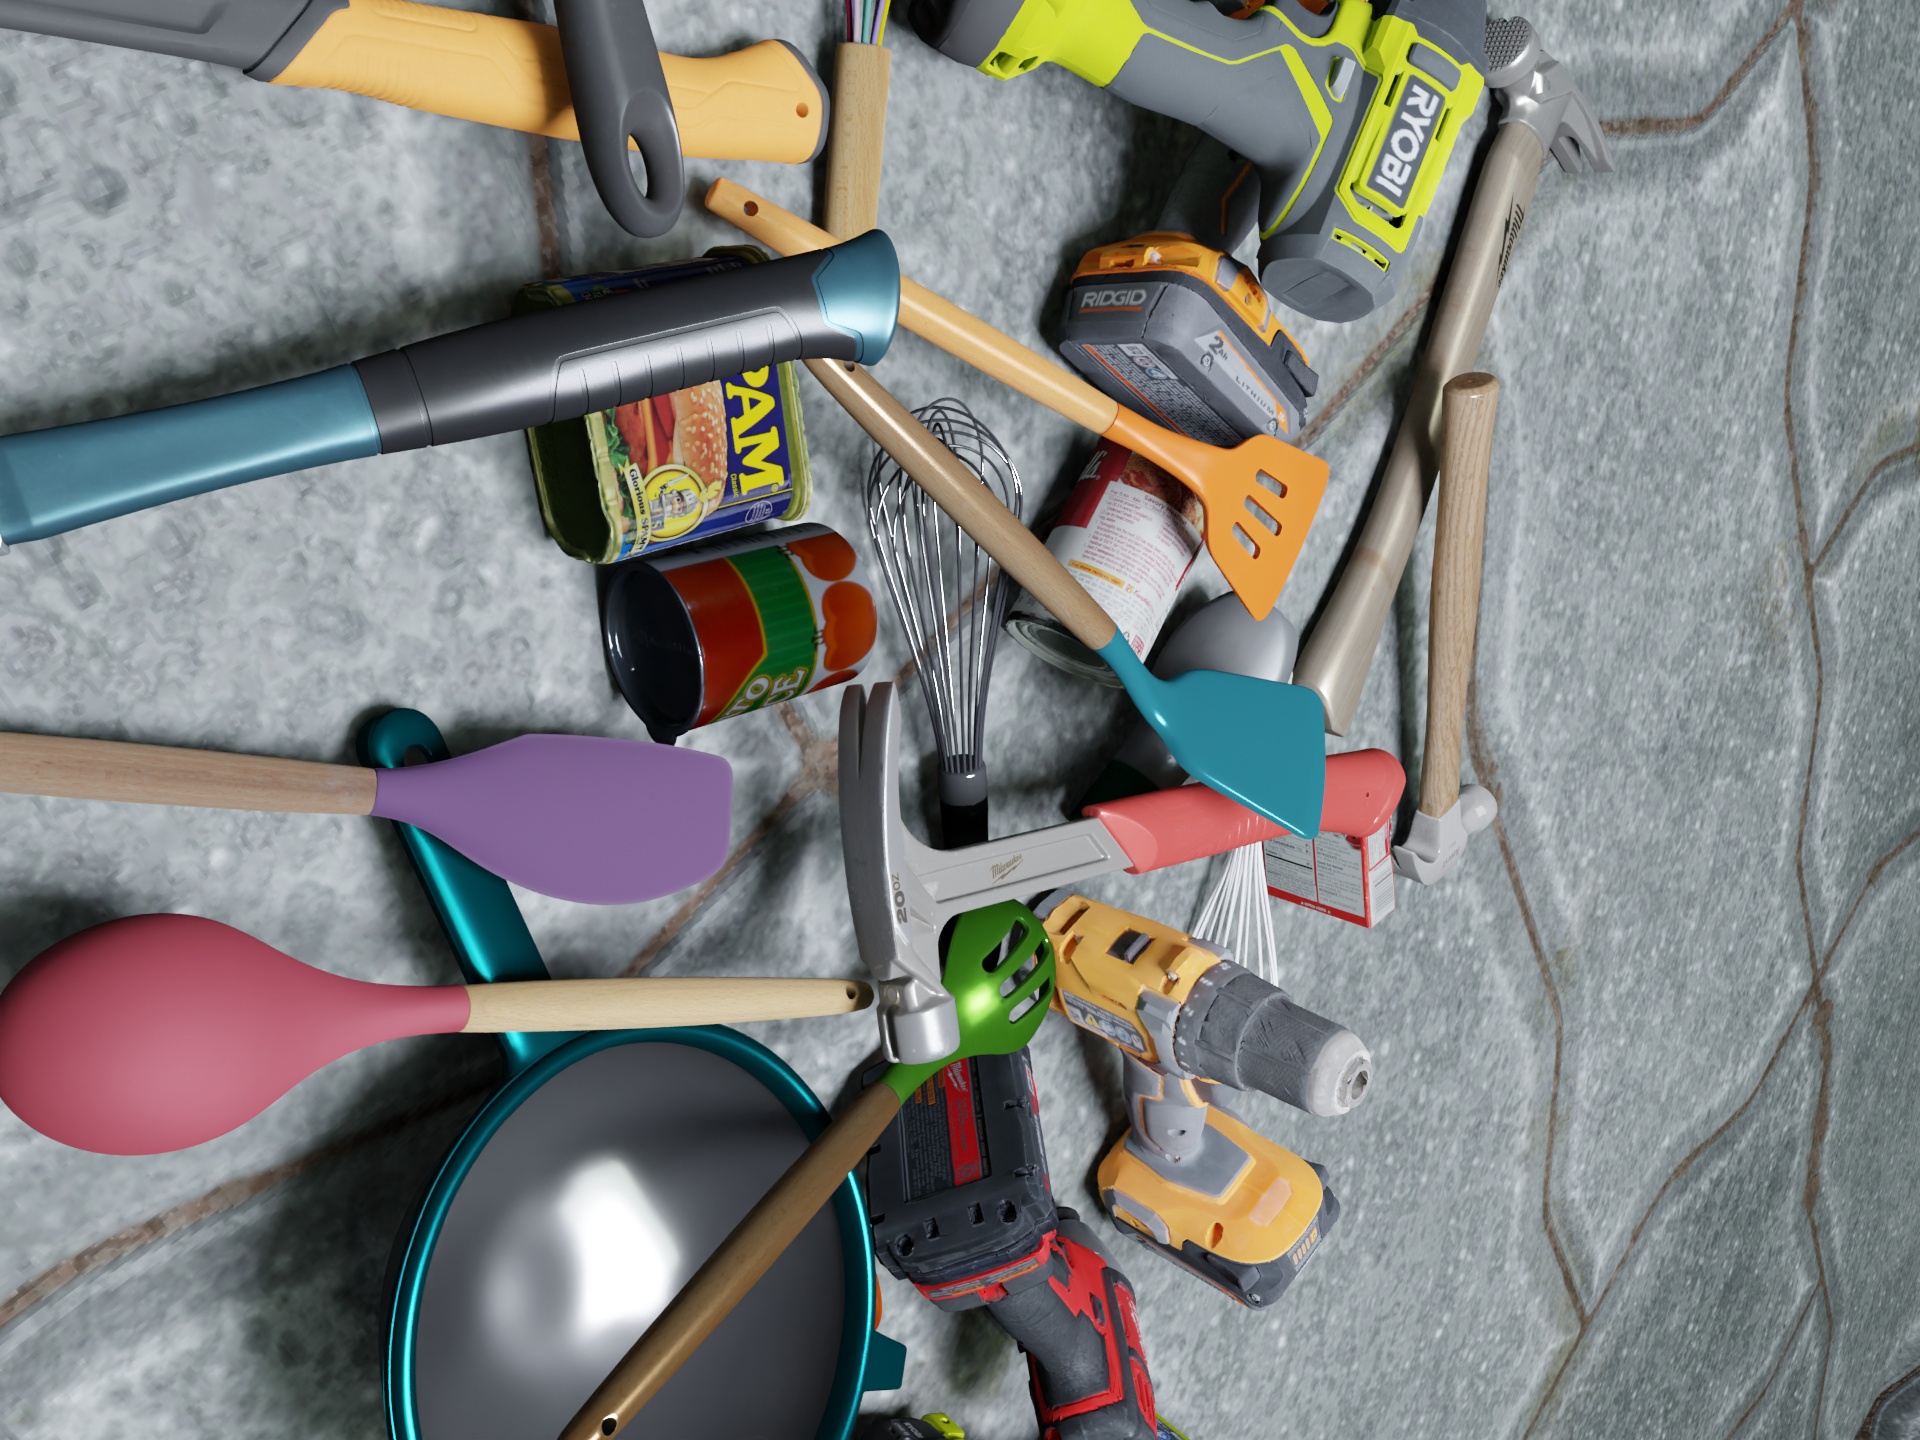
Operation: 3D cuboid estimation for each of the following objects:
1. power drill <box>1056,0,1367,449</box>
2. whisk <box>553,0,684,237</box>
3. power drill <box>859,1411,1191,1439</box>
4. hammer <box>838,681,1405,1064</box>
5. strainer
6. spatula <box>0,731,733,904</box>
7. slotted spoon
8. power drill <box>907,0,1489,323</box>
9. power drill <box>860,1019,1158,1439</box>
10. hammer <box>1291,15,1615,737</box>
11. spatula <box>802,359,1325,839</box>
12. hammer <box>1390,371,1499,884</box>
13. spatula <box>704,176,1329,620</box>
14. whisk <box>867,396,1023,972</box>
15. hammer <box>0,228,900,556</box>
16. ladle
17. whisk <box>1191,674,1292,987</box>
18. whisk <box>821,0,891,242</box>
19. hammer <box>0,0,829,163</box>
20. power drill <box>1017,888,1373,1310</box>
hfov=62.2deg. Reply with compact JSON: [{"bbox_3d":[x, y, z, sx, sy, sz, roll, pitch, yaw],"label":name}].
[{"bbox_3d":[0.144,-0.246,0.755,0.164,0.084,0.226,29,77,-44],"label":"power drill"},{"bbox_3d":[-0.128,-0.295,0.473,0.073,0.073,0.295,-26,114,-36],"label":"whisk"},{"bbox_3d":[0.069,0.414,0.801,0.228,0.191,0.080,16,93,-40],"label":"power drill"},{"bbox_3d":[0.093,0.040,0.732,0.359,0.037,0.149,-9,94,-43],"label":"hammer"},{"bbox_3d":[-0.160,0.161,0.589,0.211,0.095,0.340,-30,101,-48],"label":"strainer"},{"bbox_3d":[-0.213,0.023,0.502,0.315,0.018,0.060,8,82,-35],"label":"spatula"},{"bbox_3d":[-0.043,0.166,0.626,0.314,0.031,0.070,-41,110,-44],"label":"slotted spoon"},{"bbox_3d":[0.107,-0.288,0.641,0.223,0.080,0.171,25,81,-18],"label":"power drill"},{"bbox_3d":[0.032,0.253,0.762,0.078,0.143,0.219,-21,125,9],"label":"power drill"},{"bbox_3d":[0.284,-0.185,0.935,0.146,0.038,0.410,22,87,-46],"label":"hammer"},{"bbox_3d":[0.052,-0.054,0.650,0.317,0.044,0.082,40,47,-36],"label":"spatula"},{"bbox_3d":[0.292,-0.043,0.951,0.130,0.031,0.331,-35,131,-39],"label":"hammer"},{"bbox_3d":[0.037,-0.136,0.660,0.322,0.041,0.081,24,89,-26],"label":"spatula"},{"bbox_3d":[-0.002,-0.002,0.707,0.070,0.070,0.284,-24,122,-37],"label":"whisk"},{"bbox_3d":[-0.164,-0.095,0.478,0.331,0.033,0.128,-20,100,-24],"label":"hammer"},{"bbox_3d":[-0.145,0.097,0.533,0.315,0.031,0.069,8,62,-47],"label":"ladle"},{"bbox_3d":[0.159,0.068,0.887,0.058,0.059,0.246,-21,118,-79],"label":"whisk"},{"bbox_3d":[-0.038,-0.279,0.604,0.047,0.051,0.245,0,107,-20],"label":"whisk"},{"bbox_3d":[-0.180,-0.198,0.490,0.336,0.034,0.127,-10,106,-42],"label":"hammer"},{"bbox_3d":[0.131,0.198,0.800,0.084,0.185,0.226,-42,130,-29],"label":"power drill"}]
